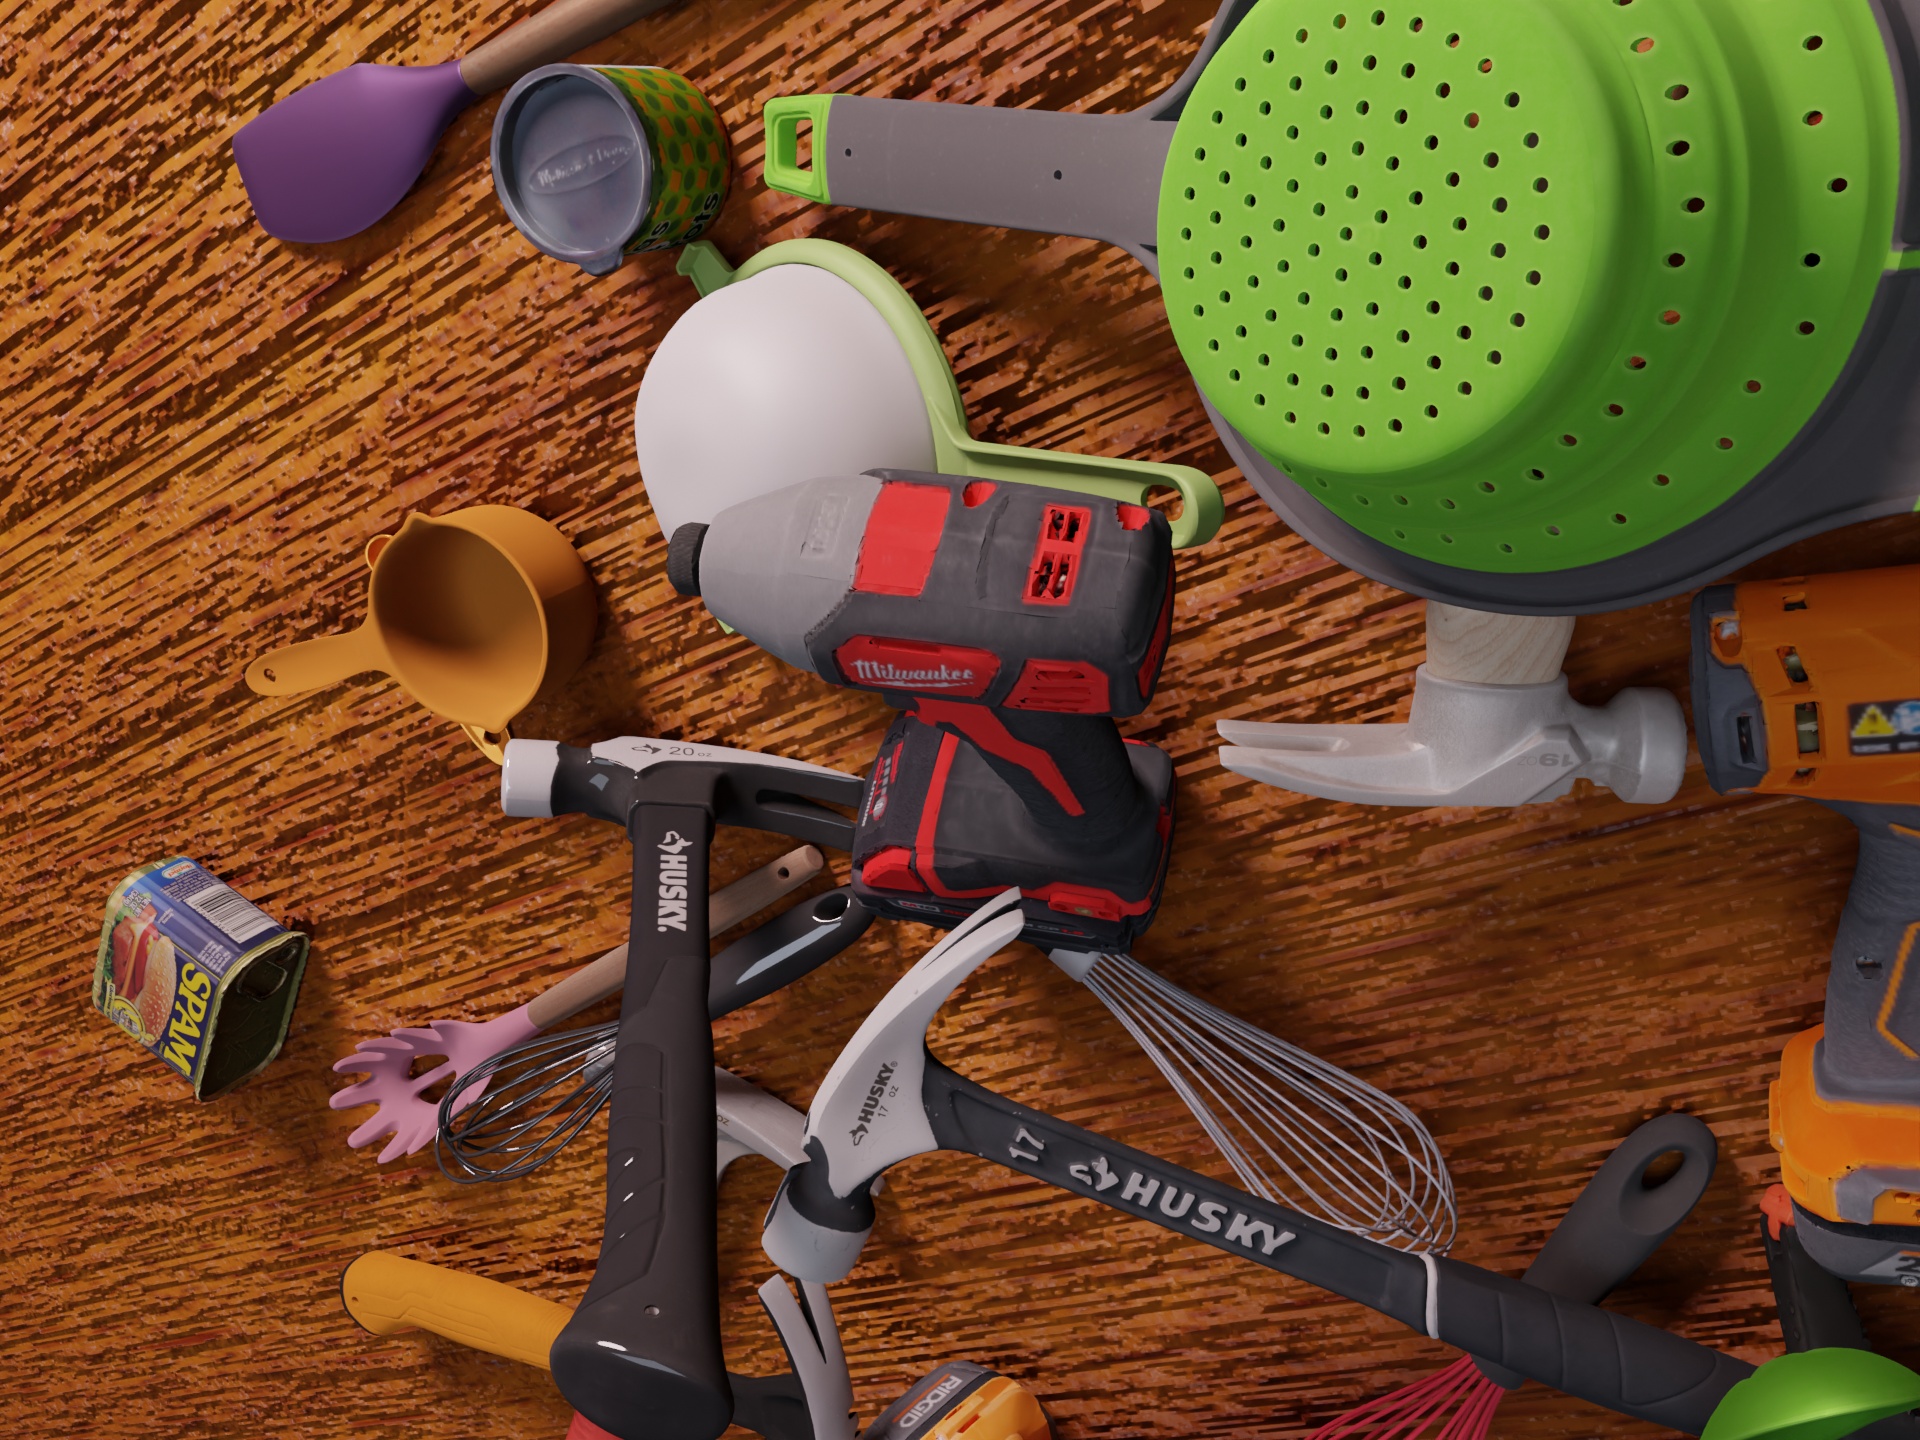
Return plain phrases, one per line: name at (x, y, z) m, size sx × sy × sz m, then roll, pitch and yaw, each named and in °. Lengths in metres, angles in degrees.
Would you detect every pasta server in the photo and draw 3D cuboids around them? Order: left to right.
pasta server at (-0.184, 0.130, 0.741) m, size 0.316 × 0.040 × 0.060 m, roll -30°, pitch 85°, yaw 28°

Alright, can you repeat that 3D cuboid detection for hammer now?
hammer at (-0.188, 0.292, 0.761) m, size 0.337 × 0.034 × 0.127 m, roll -2°, pitch 104°, yaw 35°
hammer at (-0.157, 0.322, 0.804) m, size 0.149 × 0.037 × 0.359 m, roll 27°, pitch 117°, yaw 12°
hammer at (-0.092, 0.094, 0.530) m, size 0.146 × 0.335 × 0.035 m, roll 4°, pitch 115°, yaw -11°
hammer at (0.147, 0.187, 0.549) m, size 0.409 × 0.036 × 0.149 m, roll 22°, pitch 105°, yaw -7°
hammer at (0.154, -0.160, 0.439) m, size 0.146 × 0.038 × 0.410 m, roll 1°, pitch 117°, yaw 5°

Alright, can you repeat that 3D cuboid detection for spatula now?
spatula at (-0.164, -0.250, 0.598) m, size 0.316 × 0.018 × 0.059 m, roll -13°, pitch 102°, yaw 28°

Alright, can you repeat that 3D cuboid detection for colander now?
colander at (0.055, -0.140, 0.422) m, size 0.397 × 0.094 × 0.204 m, roll 22°, pitch 119°, yaw 38°

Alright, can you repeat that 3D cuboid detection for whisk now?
whisk at (-0.135, 0.136, 0.694) m, size 0.239 × 0.055 × 0.055 m, roll -32°, pitch 95°, yaw 13°
whisk at (0.072, 0.108, 0.615) m, size 0.285 × 0.070 × 0.070 m, roll 39°, pitch 120°, yaw 11°
whisk at (0.196, 0.263, 0.618) m, size 0.073 × 0.073 × 0.295 m, roll 33°, pitch 112°, yaw 9°

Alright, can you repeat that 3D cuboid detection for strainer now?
strainer at (-0.034, -0.079, 0.524) m, size 0.256 × 0.069 × 0.151 m, roll 17°, pitch 117°, yaw 44°

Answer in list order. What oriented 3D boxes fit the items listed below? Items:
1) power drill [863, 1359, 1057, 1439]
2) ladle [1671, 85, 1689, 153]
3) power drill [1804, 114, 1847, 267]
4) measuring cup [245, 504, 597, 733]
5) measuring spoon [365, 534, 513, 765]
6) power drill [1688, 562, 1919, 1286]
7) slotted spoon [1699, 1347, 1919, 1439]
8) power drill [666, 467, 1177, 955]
power drill at (0.069, 0.385, 0.661) m, size 0.226 × 0.084 × 0.185 m, roll 5°, pitch 113°, yaw 46°
ladle at (0.233, -0.282, 0.393) m, size 0.078 × 0.062 × 0.320 m, roll 24°, pitch 120°, yaw 13°
power drill at (0.342, -0.147, 0.387) m, size 0.188 × 0.080 × 0.226 m, roll 43°, pitch 123°, yaw 3°
measuring cup at (-0.234, -0.040, 0.689) m, size 0.173 × 0.052 × 0.095 m, roll -11°, pitch 104°, yaw 27°
measuring spoon at (-0.232, -0.031, 0.717) m, size 0.021 × 0.011 × 0.117 m, roll -24°, pitch 102°, yaw 16°
power drill at (0.309, 0.057, 0.454) m, size 0.164 × 0.084 × 0.226 m, roll -6°, pitch 116°, yaw 29°
slotted spoon at (0.256, 0.300, 0.571) m, size 0.070 × 0.031 × 0.313 m, roll -5°, pitch 133°, yaw -10°
power drill at (-0.001, -0.002, 0.511) m, size 0.143 × 0.079 × 0.219 m, roll 8°, pitch 155°, yaw 14°
